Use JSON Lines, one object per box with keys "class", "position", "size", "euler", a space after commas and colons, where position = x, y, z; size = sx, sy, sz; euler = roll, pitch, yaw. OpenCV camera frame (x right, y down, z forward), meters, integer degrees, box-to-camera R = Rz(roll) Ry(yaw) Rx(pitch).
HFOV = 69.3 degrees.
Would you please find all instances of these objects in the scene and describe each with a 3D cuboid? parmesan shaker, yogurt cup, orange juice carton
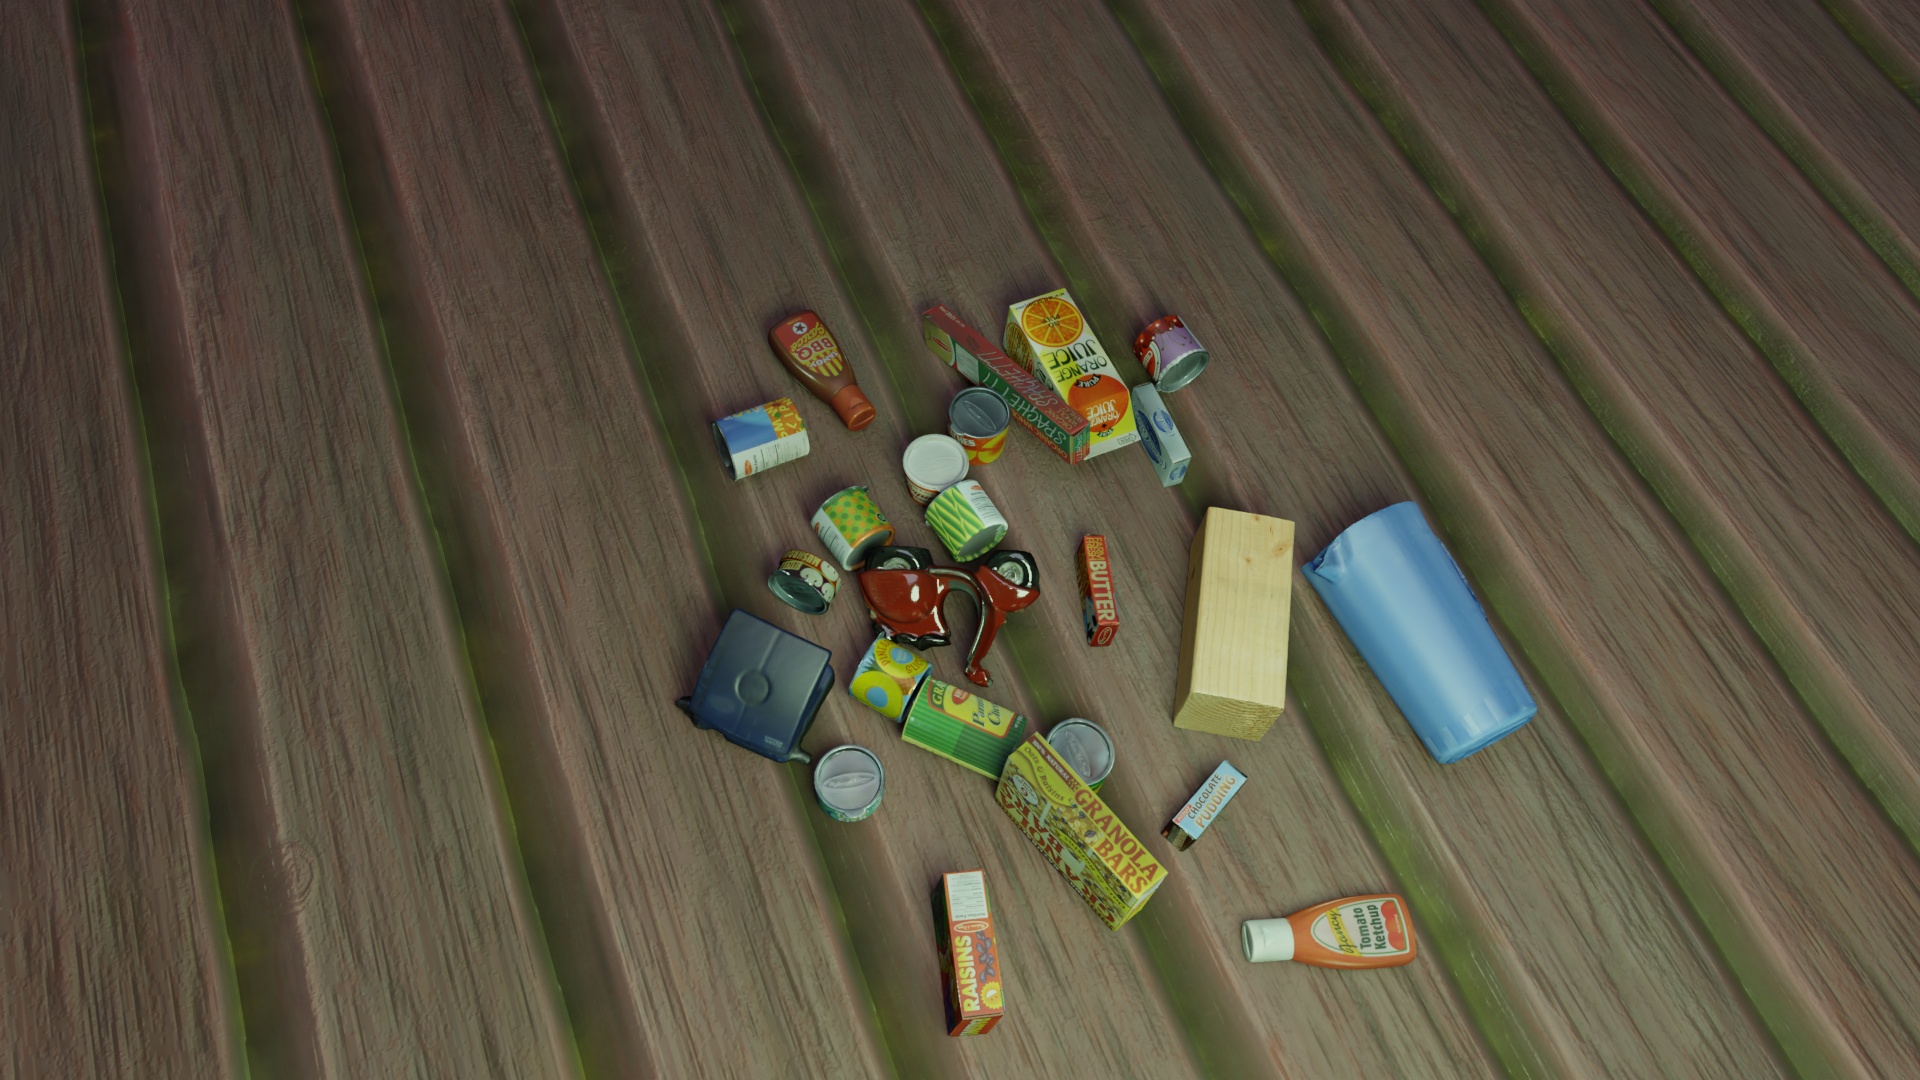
{"class": "parmesan shaker", "position": [0.005, 0.177, 1.315], "size": [0.103, 0.071, 0.071], "euler": [22, 61, 7]}
{"class": "yogurt cup", "position": [-0.027, -0.070, 1.455], "size": [0.072, 0.053, 0.073], "euler": [2, 61, -4]}
{"class": "orange juice carton", "position": [0.121, -0.174, 1.516], "size": [0.072, 0.072, 0.193], "euler": [-20, 65, -16]}

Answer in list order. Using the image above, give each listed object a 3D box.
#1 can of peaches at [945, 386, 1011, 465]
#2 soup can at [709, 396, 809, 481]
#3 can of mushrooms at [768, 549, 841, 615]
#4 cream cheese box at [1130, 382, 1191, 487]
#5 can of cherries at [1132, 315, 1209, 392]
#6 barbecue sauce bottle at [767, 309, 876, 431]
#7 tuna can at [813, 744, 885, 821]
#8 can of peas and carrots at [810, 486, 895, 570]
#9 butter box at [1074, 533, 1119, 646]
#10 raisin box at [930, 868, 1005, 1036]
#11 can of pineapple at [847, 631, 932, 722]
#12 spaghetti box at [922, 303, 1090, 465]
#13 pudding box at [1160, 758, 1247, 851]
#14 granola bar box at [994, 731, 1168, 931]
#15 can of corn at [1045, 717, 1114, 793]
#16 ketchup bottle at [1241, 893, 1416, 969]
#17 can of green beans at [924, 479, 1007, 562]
{"class": "can of peaches", "position": [0.016, -0.121, 1.485], "size": [0.071, 0.057, 0.071], "euler": [2, 61, -4]}
{"class": "soup can", "position": [-0.210, -0.109, 1.453], "size": [0.084, 0.071, 0.071], "euler": [-22, 65, -17]}
{"class": "can of mushrooms", "position": [-0.154, 0.040, 1.373], "size": [0.071, 0.070, 0.033], "euler": [24, 60, 8]}
{"class": "cream cheese box", "position": [0.214, -0.114, 1.503], "size": [0.024, 0.053, 0.104], "euler": [-18, 64, -12]}
{"class": "can of cherries", "position": [0.232, -0.208, 1.549], "size": [0.072, 0.071, 0.058], "euler": [-25, 66, -18]}
{"class": "barbecue sauce bottle", "position": [-0.147, -0.183, 1.513], "size": [0.065, 0.043, 0.149], "euler": [-30, 68, -20]}
{"class": "tuna can", "position": [-0.103, 0.229, 1.293], "size": [0.071, 0.032, 0.071], "euler": [2, 61, -4]}
{"class": "can of peas and carrots", "position": [-0.106, -0.013, 1.409], "size": [0.071, 0.070, 0.059], "euler": [-31, 69, -20]}
{"class": "butter box", "position": [0.137, 0.050, 1.404], "size": [0.024, 0.053, 0.104], "euler": [-2, 61, -8]}
{"class": "raisin box", "position": [0.005, 0.357, 1.201], "size": [0.040, 0.085, 0.124], "euler": [-2, 61, -12]}
{"class": "can of pineapple", "position": [-0.066, 0.132, 1.330], "size": [0.058, 0.070, 0.071], "euler": [28, 62, 9]}
{"class": "spaghetti box", "position": [0.047, -0.169, 1.492], "size": [0.029, 0.050, 0.251], "euler": [-34, 57, -21]}
{"class": "pudding box", "position": [0.229, 0.249, 1.303], "size": [0.030, 0.049, 0.084], "euler": [41, 66, 14]}
{"class": "granola bar box", "position": [0.103, 0.263, 1.241], "size": [0.039, 0.123, 0.166], "euler": [-36, 70, -21]}
{"class": "can of corn", "position": [0.105, 0.209, 1.308], "size": [0.071, 0.058, 0.071], "euler": [2, 61, -4]}
{"class": "ketchup bottle", "position": [0.331, 0.357, 1.256], "size": [0.149, 0.043, 0.065], "euler": [-3, 62, -6]}
{"class": "can of green beans", "position": [0.006, -0.019, 1.423], "size": [0.071, 0.071, 0.058], "euler": [-28, 67, -19]}
